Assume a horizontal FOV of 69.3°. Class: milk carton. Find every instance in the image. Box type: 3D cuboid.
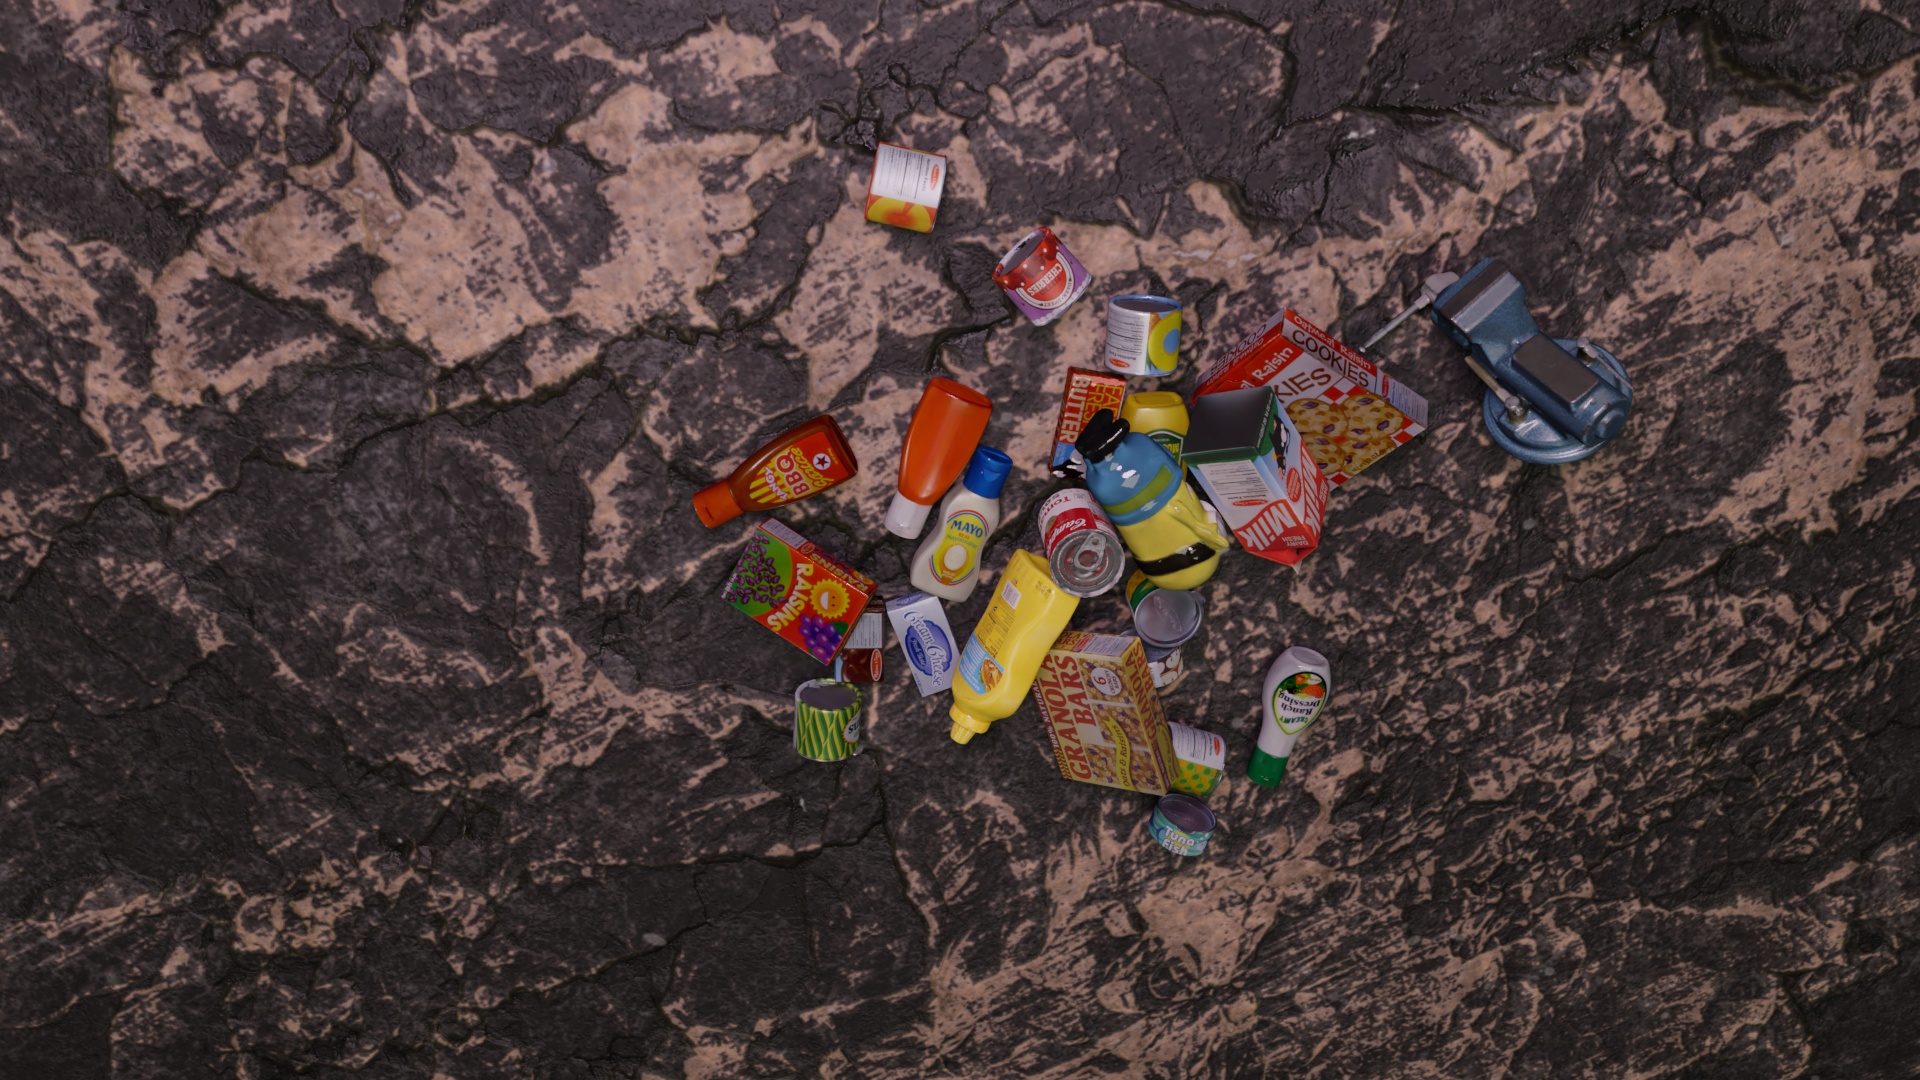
[{"bbox_3d":[0.279,-0.050,1.264,0.073,0.073,0.190,-5,141,37],"label":"milk carton"}]

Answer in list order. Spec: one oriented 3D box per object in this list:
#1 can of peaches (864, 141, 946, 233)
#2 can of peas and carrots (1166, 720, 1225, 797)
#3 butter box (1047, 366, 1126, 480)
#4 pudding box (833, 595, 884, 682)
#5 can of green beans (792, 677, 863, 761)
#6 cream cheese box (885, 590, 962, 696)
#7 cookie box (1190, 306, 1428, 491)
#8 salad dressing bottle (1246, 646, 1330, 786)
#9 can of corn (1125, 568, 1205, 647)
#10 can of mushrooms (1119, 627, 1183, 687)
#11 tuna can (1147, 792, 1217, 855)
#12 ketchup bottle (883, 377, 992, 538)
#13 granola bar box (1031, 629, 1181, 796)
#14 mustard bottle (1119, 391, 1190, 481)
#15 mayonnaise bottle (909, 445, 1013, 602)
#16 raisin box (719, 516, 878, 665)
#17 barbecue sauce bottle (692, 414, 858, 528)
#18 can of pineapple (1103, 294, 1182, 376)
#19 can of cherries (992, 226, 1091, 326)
[{"bbox_3d":[-0.047,-0.294,1.163,0.058,0.071,0.071,10,113,-9],"label":"can of peaches"},{"bbox_3d":[0.229,0.224,1.416,0.059,0.071,0.070,17,112,-11],"label":"can of peas and carrots"},{"bbox_3d":[0.117,-0.107,1.281,0.053,0.024,0.103,7,114,-8],"label":"butter box"},{"bbox_3d":[-0.099,0.096,1.353,0.050,0.030,0.083,-1,114,-5],"label":"pudding box"},{"bbox_3d":[-0.131,0.176,1.367,0.071,0.071,0.057,3,114,-6],"label":"can of green beans"},{"bbox_3d":[-0.031,0.099,1.363,0.053,0.024,0.103,-20,114,3],"label":"cream cheese box"},{"bbox_3d":[0.312,-0.123,1.248,0.167,0.040,0.122,29,142,-16],"label":"cookie box"},{"bbox_3d":[0.331,0.181,1.416,0.064,0.044,0.147,11,113,-8],"label":"salad dressing bottle"},{"bbox_3d":[0.198,0.060,1.343,0.071,0.058,0.071,-2,114,-3],"label":"can of corn"},{"bbox_3d":[0.185,0.113,1.364,0.071,0.071,0.033,-13,117,2],"label":"can of mushrooms"},{"bbox_3d":[0.231,0.297,1.446,0.071,0.071,0.032,13,114,-10],"label":"tuna can"},{"bbox_3d":[-0.027,-0.072,1.275,0.065,0.044,0.148,22,111,-9],"label":"ketchup bottle"},{"bbox_3d":[0.136,0.166,1.362,0.124,0.039,0.165,2,122,40],"label":"granola bar box"},{"bbox_3d":[0.180,-0.058,1.294,0.065,0.049,0.159,-4,114,-3],"label":"mustard bottle"},{"bbox_3d":[0.005,-0.016,1.304,0.065,0.041,0.147,19,112,-10],"label":"mayonnaise bottle"},{"bbox_3d":[-0.151,0.048,1.303,0.123,0.040,0.086,32,108,4],"label":"raisin box"},{"bbox_3d":[-0.172,-0.058,1.271,0.148,0.044,0.064,-25,115,7],"label":"barbecue sauce bottle"},{"bbox_3d":[0.163,-0.182,1.229,0.071,0.071,0.057,0,114,-4],"label":"can of pineapple"},{"bbox_3d":[0.070,-0.228,1.197,0.071,0.072,0.058,-40,111,13],"label":"can of cherries"}]
